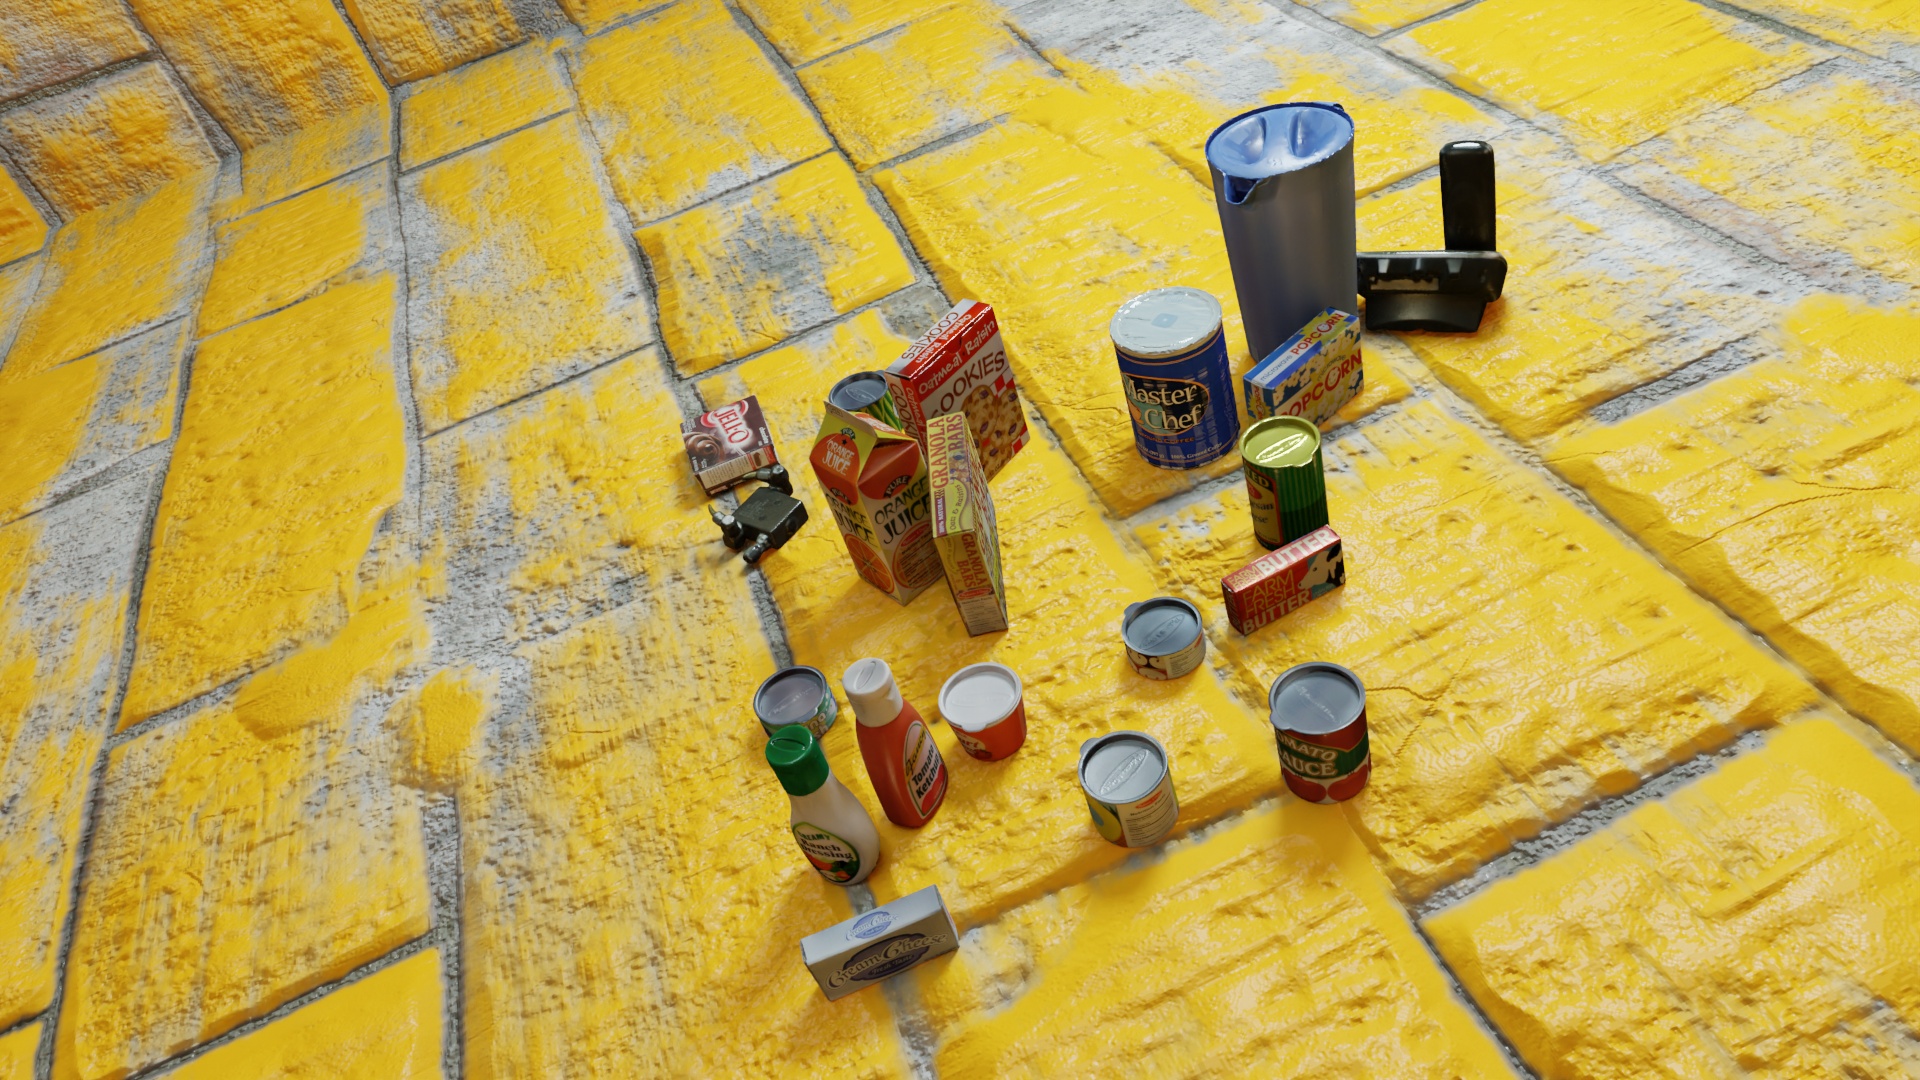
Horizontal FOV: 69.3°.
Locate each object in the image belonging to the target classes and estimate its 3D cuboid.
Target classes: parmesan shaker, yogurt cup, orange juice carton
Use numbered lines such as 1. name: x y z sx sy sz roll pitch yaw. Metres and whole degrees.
1. parmesan shaker: 0.278 -0.044 1.180 0.071 0.102 0.072 -11 41 10
2. yogurt cup: 0.021 0.139 1.111 0.072 0.053 0.073 -11 41 10
3. orange juice carton: -0.072 -0.041 1.241 0.073 0.191 0.072 -39 44 -22

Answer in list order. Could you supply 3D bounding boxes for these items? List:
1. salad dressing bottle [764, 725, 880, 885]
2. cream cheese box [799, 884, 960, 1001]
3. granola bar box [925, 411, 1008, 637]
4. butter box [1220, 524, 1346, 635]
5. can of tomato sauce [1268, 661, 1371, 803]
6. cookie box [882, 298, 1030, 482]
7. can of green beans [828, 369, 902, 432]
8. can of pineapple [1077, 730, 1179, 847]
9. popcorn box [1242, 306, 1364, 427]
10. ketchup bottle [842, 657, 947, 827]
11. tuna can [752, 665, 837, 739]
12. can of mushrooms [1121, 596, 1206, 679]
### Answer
1. salad dressing bottle: -0.103 0.196 1.024 0.064 0.147 0.044 5 46 26
2. cream cheese box: -0.056 0.284 0.979 0.104 0.053 0.024 -22 40 -3
3. granola bar box: 0.004 -0.016 1.236 0.039 0.123 0.166 -13 41 7
4. butter box: 0.265 0.033 1.137 0.104 0.053 0.024 -26 41 -8
5. can of tomato sauce: 0.258 0.140 0.997 0.071 0.082 0.071 -11 41 10
6. cookie box: 0.001 -0.128 1.330 0.040 0.166 0.123 20 54 37
7. can of green beans: -0.099 -0.136 1.462 0.071 0.057 0.071 -11 41 10
8. can of pineapple: 0.123 0.182 1.021 0.071 0.057 0.071 -11 41 10
9. popcorn box: 0.320 -0.147 1.292 0.127 0.084 0.038 -38 44 -21
10. ketchup bottle: -0.051 0.151 1.053 0.043 0.148 0.065 5 46 26
11. tuna can: -0.139 0.143 1.185 0.071 0.032 0.071 -11 41 10
12. can of mushrooms: 0.165 0.079 1.139 0.071 0.033 0.071 -11 41 10
